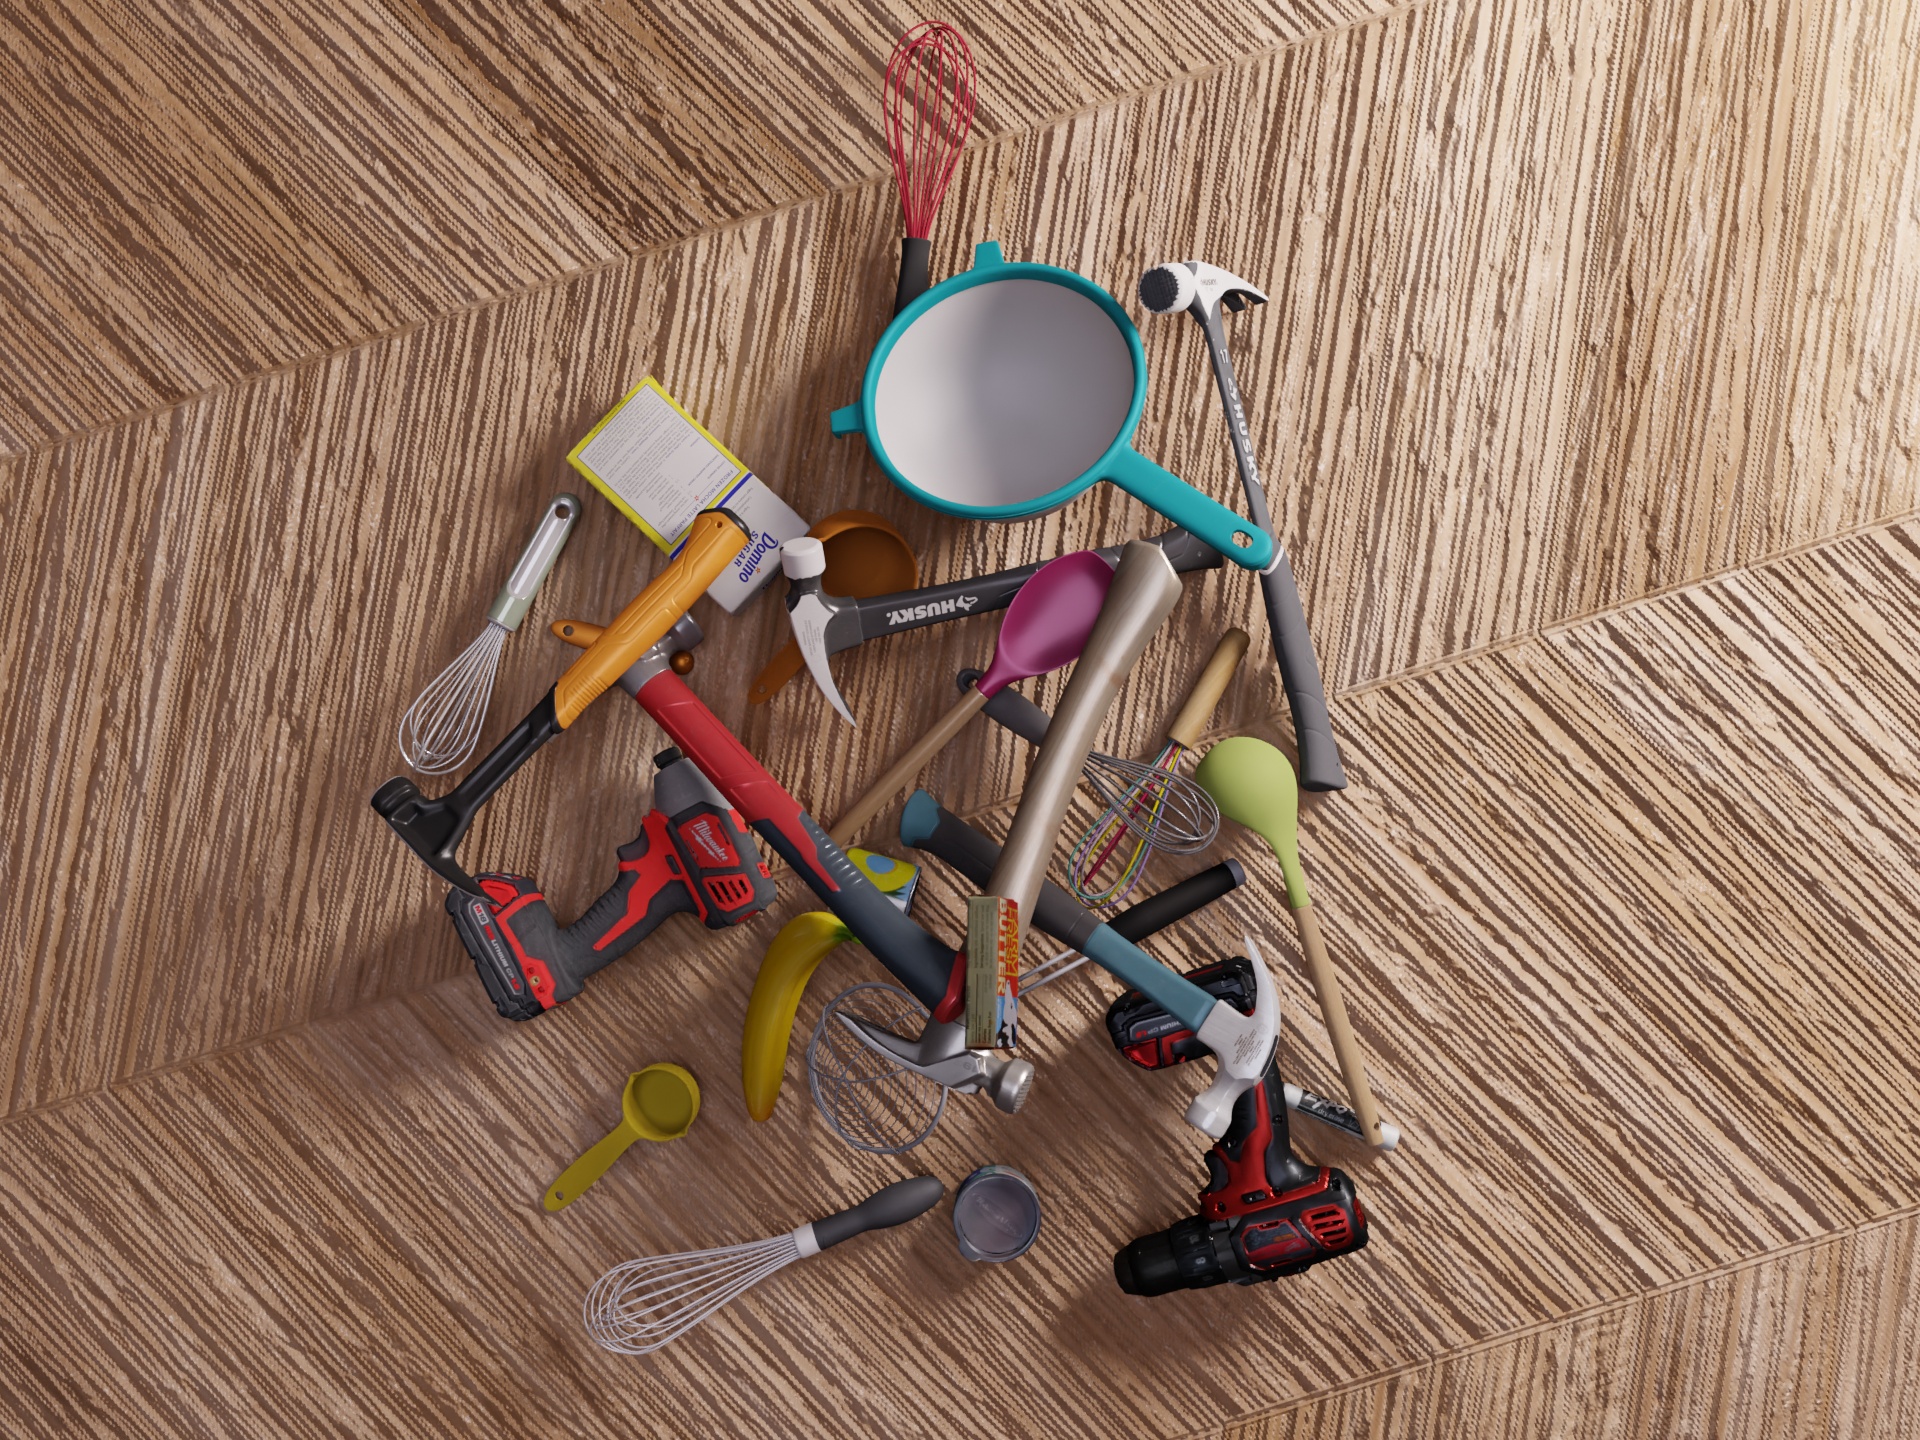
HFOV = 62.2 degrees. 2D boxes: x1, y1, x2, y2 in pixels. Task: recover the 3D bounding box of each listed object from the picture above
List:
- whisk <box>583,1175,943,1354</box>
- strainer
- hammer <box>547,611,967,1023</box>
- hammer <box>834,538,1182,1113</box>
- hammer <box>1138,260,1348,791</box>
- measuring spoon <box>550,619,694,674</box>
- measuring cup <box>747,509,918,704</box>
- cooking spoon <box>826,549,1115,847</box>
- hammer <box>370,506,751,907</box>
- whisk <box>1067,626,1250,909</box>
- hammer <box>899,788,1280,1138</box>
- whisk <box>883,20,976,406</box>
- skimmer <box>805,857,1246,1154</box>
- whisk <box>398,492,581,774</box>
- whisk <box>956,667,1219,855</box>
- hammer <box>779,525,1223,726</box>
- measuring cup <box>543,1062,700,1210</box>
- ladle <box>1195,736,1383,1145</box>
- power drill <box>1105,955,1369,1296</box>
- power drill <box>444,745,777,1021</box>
[{"bbox_3d":[-0.145,0.404,1.196,0.284,0.070,0.070,-20,87,-5],"label":"whisk"},{"bbox_3d":[0.086,-0.193,1.167,0.340,0.095,0.211,36,81,20],"label":"strainer"},{"bbox_3d":[-0.142,0.081,1.141,0.143,0.038,0.387,-41,68,-13],"label":"hammer"},{"bbox_3d":[0.050,0.061,1.138,0.146,0.038,0.411,21,85,15],"label":"hammer"},{"bbox_3d":[0.228,-0.141,1.192,0.036,0.149,0.409,-11,97,37],"label":"hammer"},{"bbox_3d":[-0.264,-0.058,1.238,0.117,0.011,0.021,16,88,2],"label":"measuring spoon"},{"bbox_3d":[-0.108,-0.086,1.213,0.095,0.052,0.173,36,105,-27],"label":"measuring cup"},{"bbox_3d":[-0.002,-0.004,1.196,0.069,0.017,0.319,45,100,1],"label":"cooking spoon"},{"bbox_3d":[-0.271,-0.022,1.159,0.127,0.034,0.337,39,81,20],"label":"hammer"},{"bbox_3d":[0.151,0.035,1.212,0.051,0.047,0.245,30,84,0],"label":"whisk"},{"bbox_3d":[0.084,0.152,1.152,0.331,0.033,0.128,33,88,24],"label":"hammer"},{"bbox_3d":[-0.032,-0.390,1.227,0.073,0.073,0.296,5,94,2],"label":"whisk"},{"bbox_3d":[0.052,0.203,1.209,0.363,0.090,0.127,-26,70,-10],"label":"skimmer"},{"bbox_3d":[-0.359,-0.068,1.225,0.057,0.059,0.246,29,84,-10],"label":"whisk"},{"bbox_3d":[0.090,0.024,1.182,0.239,0.055,0.055,34,89,23],"label":"whisk"},{"bbox_3d":[0.038,-0.094,1.197,0.334,0.035,0.146,-13,118,-9],"label":"hammer"},{"bbox_3d":[-0.261,0.322,1.221,0.156,0.029,0.062,-43,87,11],"label":"measuring cup"},{"bbox_3d":[0.254,0.165,1.194,0.078,0.062,0.320,-18,91,-34],"label":"ladle"},{"bbox_3d":[0.176,0.306,1.170,0.188,0.080,0.227,-20,86,13],"label":"power drill"},{"bbox_3d":[-0.264,0.122,1.201,0.219,0.078,0.143,-27,87,-3],"label":"power drill"}]
